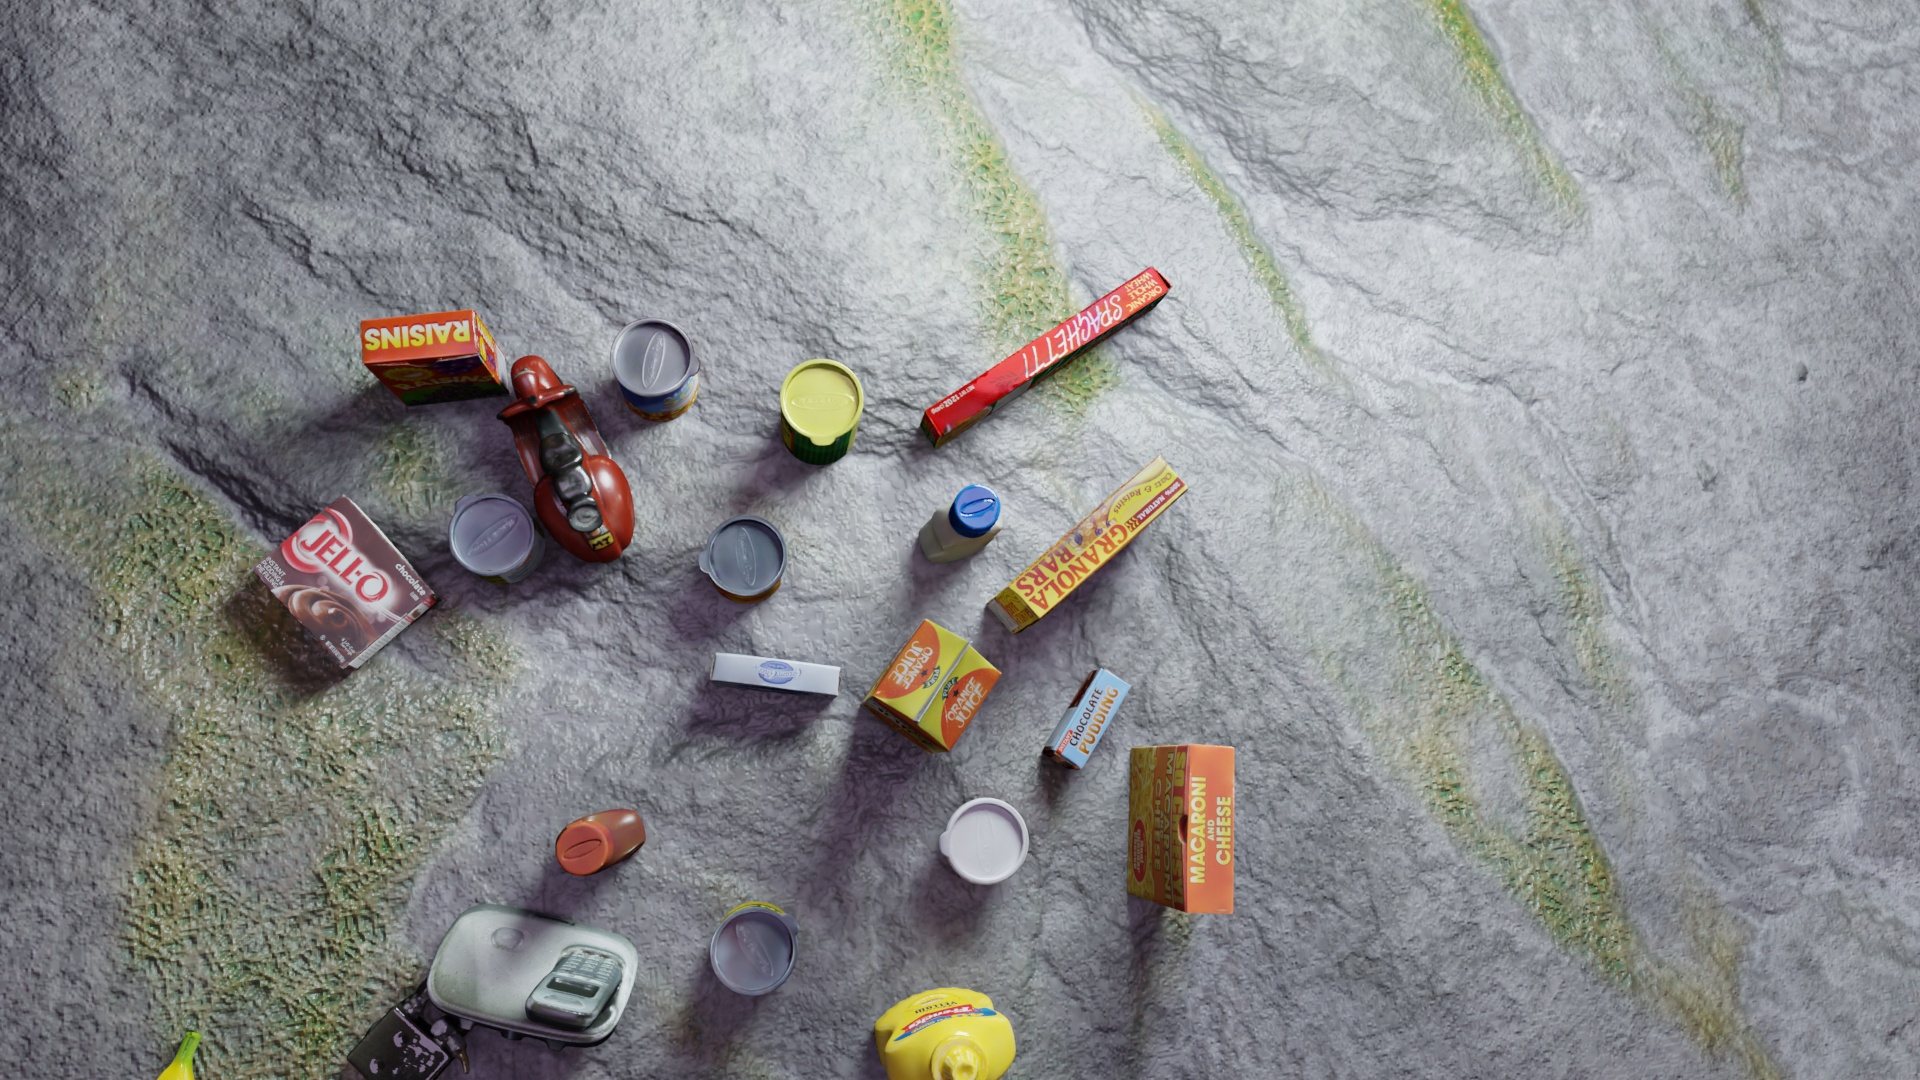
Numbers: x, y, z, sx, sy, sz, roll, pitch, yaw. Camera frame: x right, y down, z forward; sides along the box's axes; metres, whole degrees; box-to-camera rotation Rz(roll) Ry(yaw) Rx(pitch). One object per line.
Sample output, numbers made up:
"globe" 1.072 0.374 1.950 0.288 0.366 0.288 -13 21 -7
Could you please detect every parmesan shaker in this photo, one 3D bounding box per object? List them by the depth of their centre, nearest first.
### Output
"parmesan shaker" -0.116 -0.101 1.148 0.071 0.103 0.071 1 80 -7

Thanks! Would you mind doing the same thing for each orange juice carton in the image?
"orange juice carton" -0.024 0.115 1.076 0.073 0.192 0.072 36 78 -1

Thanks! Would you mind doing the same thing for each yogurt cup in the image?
"yogurt cup" 0.018 0.244 1.130 0.072 0.054 0.072 1 80 -7

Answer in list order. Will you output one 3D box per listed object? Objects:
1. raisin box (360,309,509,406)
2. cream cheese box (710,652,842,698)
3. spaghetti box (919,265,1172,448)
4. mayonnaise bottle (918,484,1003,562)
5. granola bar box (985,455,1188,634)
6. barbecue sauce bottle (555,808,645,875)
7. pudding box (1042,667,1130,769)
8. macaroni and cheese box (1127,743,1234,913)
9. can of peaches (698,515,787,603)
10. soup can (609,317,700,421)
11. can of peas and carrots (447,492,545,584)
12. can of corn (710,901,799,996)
"raisin box" -0.416 -0.143 1.105 0.086 0.123 0.040 -7 81 -9
"cream cheese box" -0.150 0.111 1.131 0.104 0.053 0.024 7 80 -6
"spaghetti box" 0.075 -0.161 1.212 0.251 0.050 0.028 -34 86 -12
"mayonnaise bottle" 0.004 -0.014 1.126 0.065 0.148 0.041 -19 83 -10
"granola bar box" 0.102 0.007 1.148 0.166 0.124 0.039 -40 88 -12
"barbecue sauce bottle" -0.275 0.228 1.044 0.065 0.148 0.043 -21 84 -11
"pudding box" 0.105 0.149 1.161 0.030 0.049 0.084 33 77 -1
"macaroni and cheese box" 0.171 0.225 1.096 0.040 0.166 0.124 4 80 -7
"can of peaches" -0.178 0.017 1.142 0.071 0.058 0.071 1 80 -7
"soup can" -0.249 -0.139 1.147 0.071 0.083 0.071 1 80 -7
"can of peas and carrots" -0.374 -0.002 1.118 0.071 0.058 0.071 1 80 -7
"can of corn" -0.159 0.317 1.090 0.071 0.058 0.071 1 80 -7
